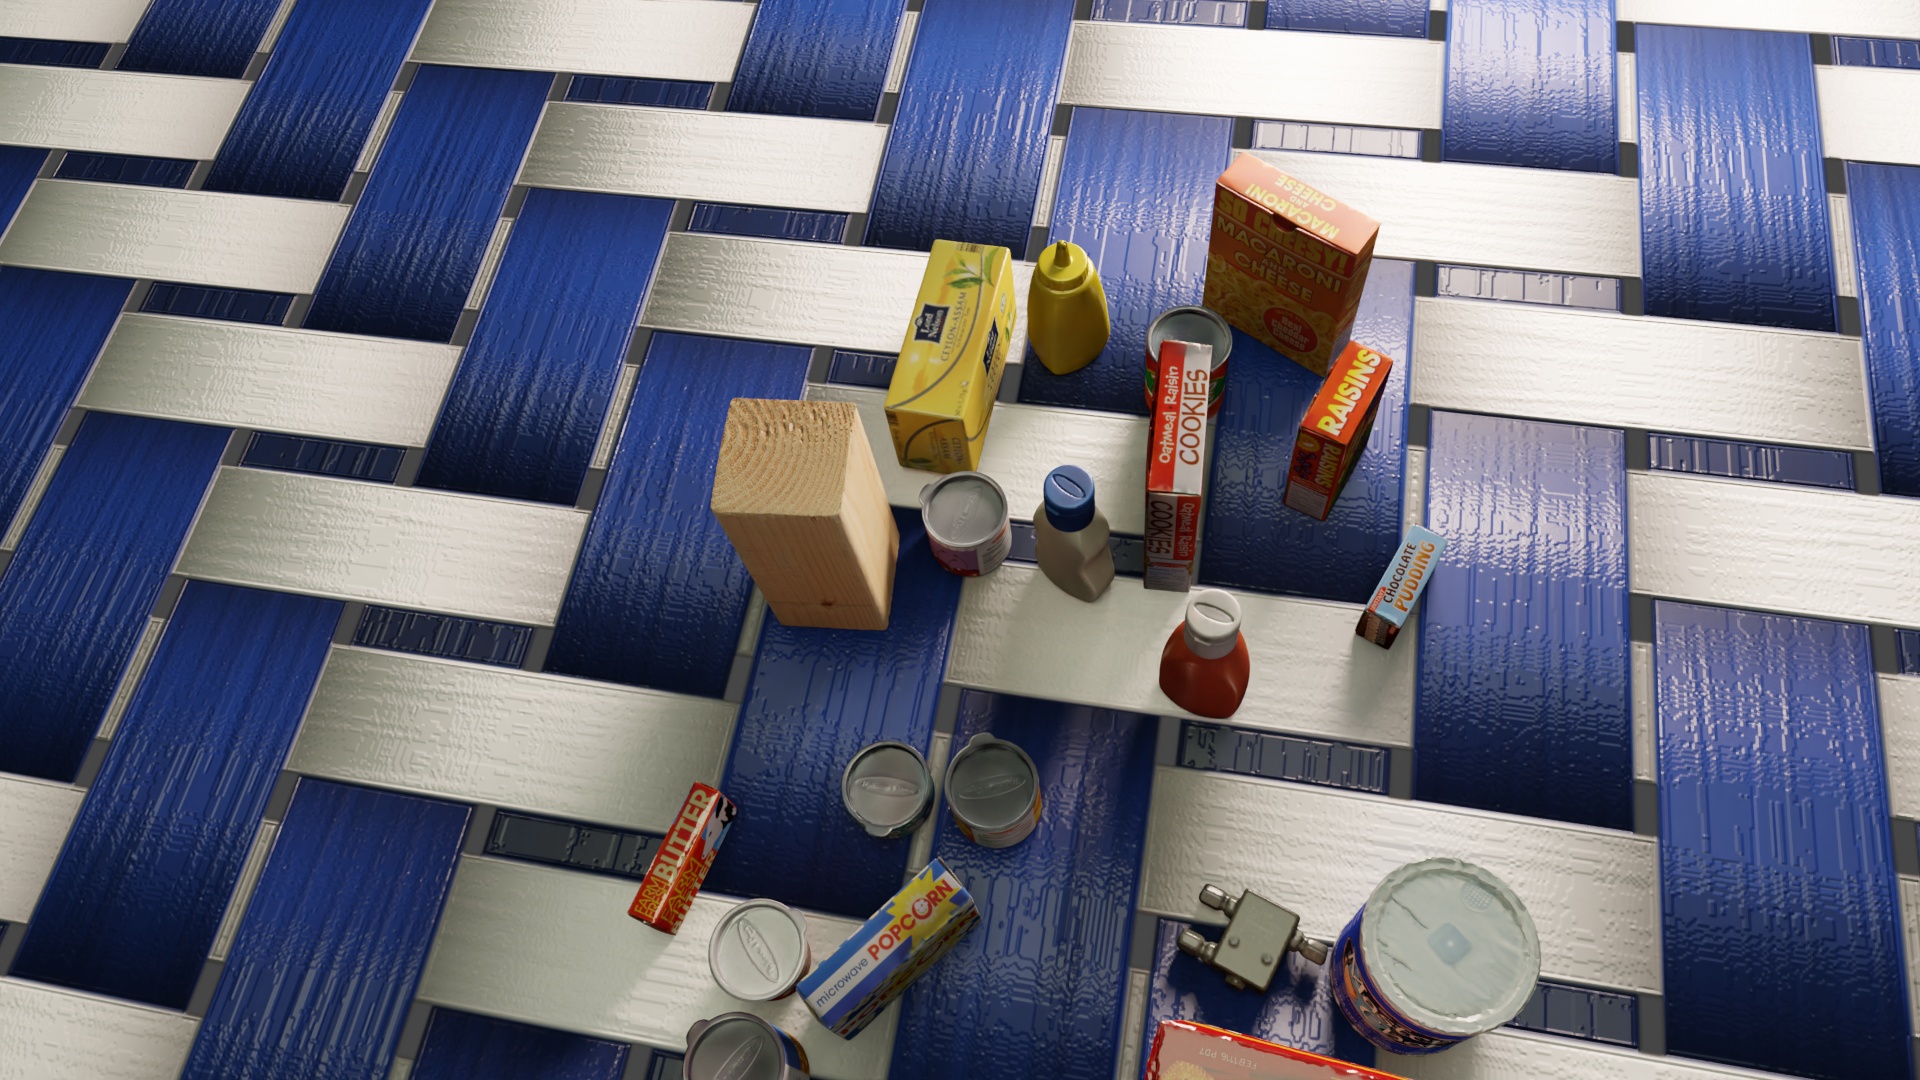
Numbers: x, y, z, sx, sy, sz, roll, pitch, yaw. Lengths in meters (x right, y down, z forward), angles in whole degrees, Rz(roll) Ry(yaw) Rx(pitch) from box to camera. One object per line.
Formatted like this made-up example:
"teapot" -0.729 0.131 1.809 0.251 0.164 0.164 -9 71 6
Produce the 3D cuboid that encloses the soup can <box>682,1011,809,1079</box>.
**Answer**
"soup can" -0.141 0.348 0.915 0.071 0.083 0.071 -2 64 5

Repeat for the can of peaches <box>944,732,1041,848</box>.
"can of peaches" 0.024 0.180 0.993 0.071 0.058 0.071 -2 64 5

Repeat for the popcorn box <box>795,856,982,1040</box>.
"popcorn box" -0.046 0.278 0.938 0.127 0.085 0.038 -40 67 -13

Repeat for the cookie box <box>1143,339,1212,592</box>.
"cookie box" 0.159 -0.051 1.030 0.040 0.166 0.123 4 65 8

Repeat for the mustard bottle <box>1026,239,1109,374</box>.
"mustard bottle" 0.085 -0.195 1.112 0.065 0.159 0.049 -29 65 -8

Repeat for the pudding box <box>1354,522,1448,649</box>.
"pudding box" 0.329 0.034 1.036 0.030 0.049 0.084 29 71 18

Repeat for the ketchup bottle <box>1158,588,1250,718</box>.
"ketchup bottle" 0.173 0.080 0.976 0.065 0.148 0.044 23 69 16

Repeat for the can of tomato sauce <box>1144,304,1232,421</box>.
"can of tomato sauce" 0.181 -0.137 1.116 0.071 0.082 0.071 -2 64 5

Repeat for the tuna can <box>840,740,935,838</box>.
"tuna can" -0.053 0.185 1.013 0.071 0.032 0.071 -2 64 5

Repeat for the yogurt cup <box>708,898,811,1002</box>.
"yogurt cup" -0.135 0.287 0.961 0.072 0.053 0.072 -2 64 5

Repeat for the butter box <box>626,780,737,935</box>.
"butter box" -0.198 0.229 0.996 0.024 0.053 0.104 19 68 15

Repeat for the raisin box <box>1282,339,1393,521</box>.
"raisin box" 0.285 -0.082 1.056 0.040 0.123 0.086 28 70 18

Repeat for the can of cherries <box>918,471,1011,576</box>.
"can of cherries" 0.004 -0.014 1.089 0.071 0.058 0.072 -2 64 5

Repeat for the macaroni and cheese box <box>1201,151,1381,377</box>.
"macaroni and cheese box" 0.257 -0.214 1.099 0.124 0.165 0.040 34 73 20

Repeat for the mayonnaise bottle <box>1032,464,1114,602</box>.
"mayonnaise bottle" 0.083 -0.006 1.027 0.065 0.147 0.041 37 74 20
